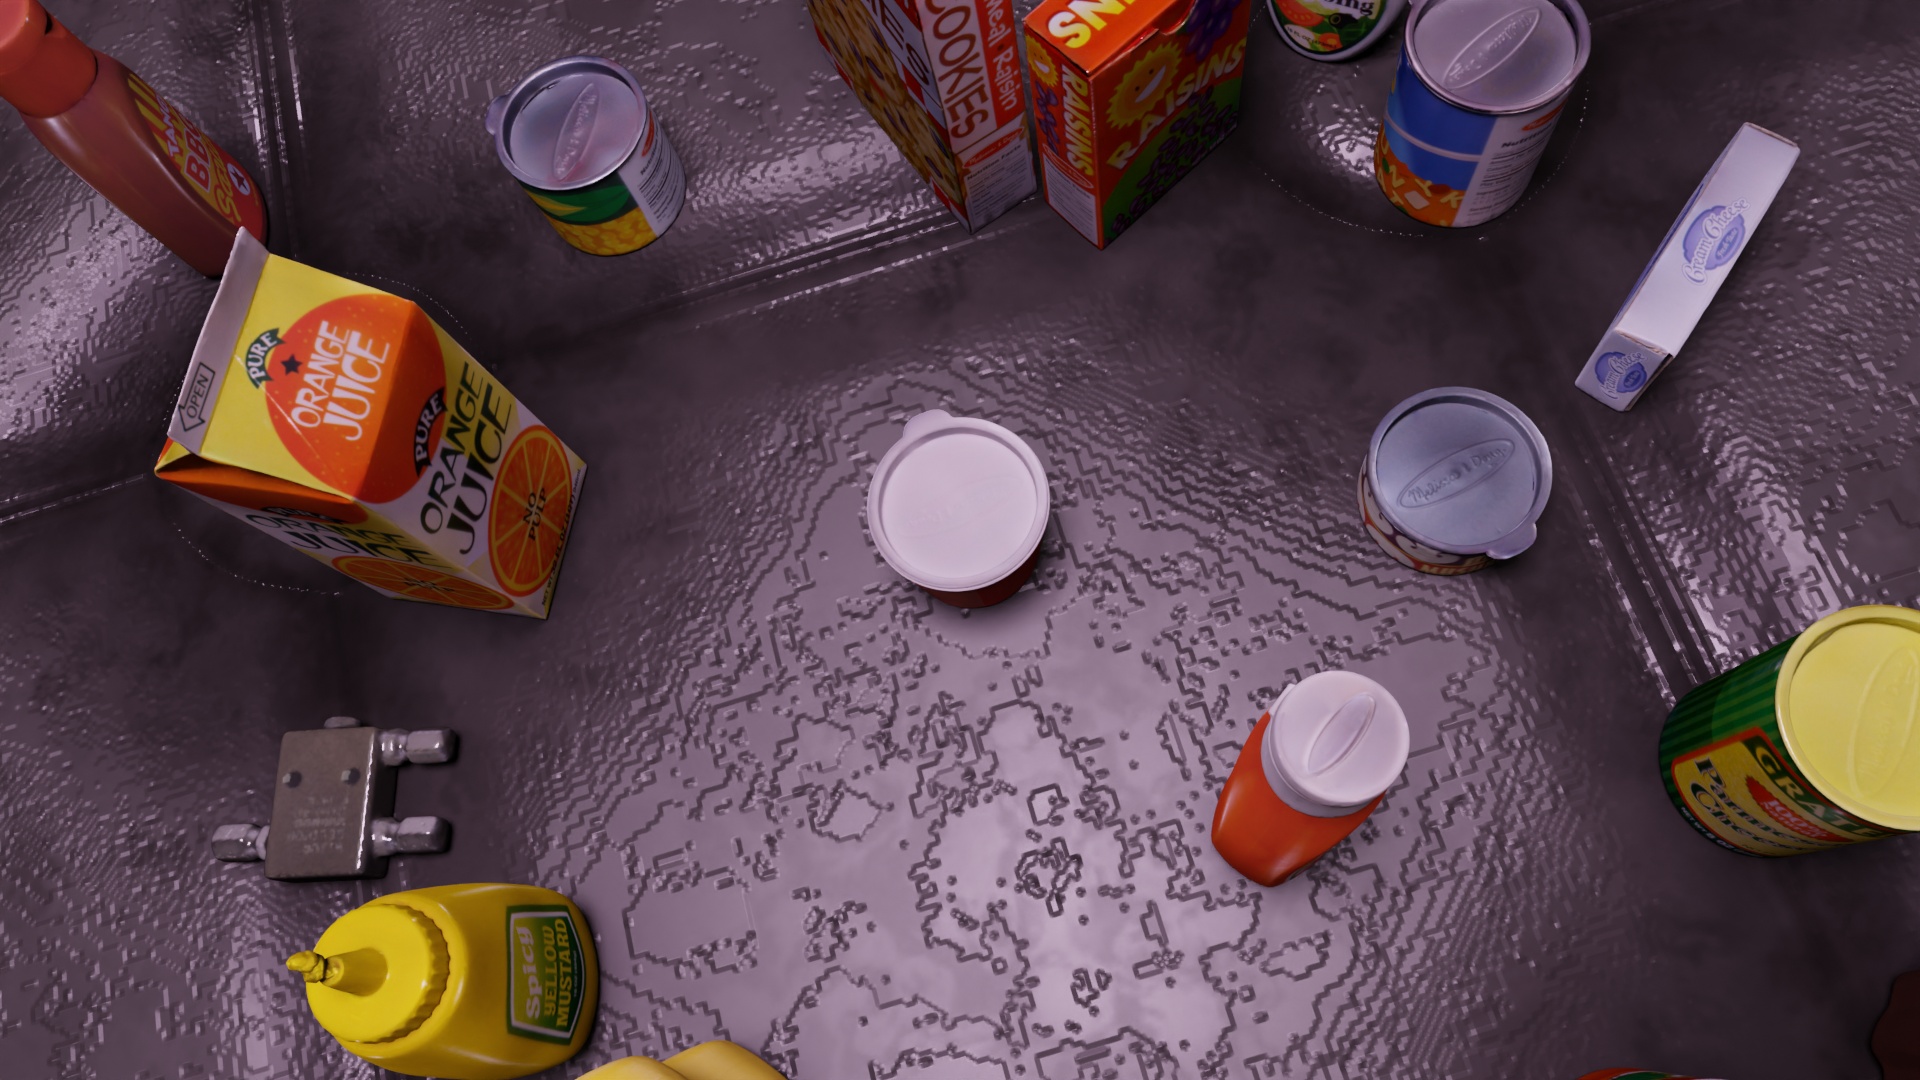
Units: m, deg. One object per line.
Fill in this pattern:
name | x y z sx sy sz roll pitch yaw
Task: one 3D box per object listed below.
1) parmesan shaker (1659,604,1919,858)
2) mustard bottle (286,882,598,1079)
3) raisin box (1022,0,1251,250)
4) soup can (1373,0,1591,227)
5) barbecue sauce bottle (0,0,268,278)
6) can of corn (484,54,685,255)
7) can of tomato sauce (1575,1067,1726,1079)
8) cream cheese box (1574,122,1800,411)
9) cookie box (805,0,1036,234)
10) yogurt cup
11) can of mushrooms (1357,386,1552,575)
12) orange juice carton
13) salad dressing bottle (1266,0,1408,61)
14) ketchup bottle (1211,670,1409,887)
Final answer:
parmesan shaker | 0.280 0.067 0.449 0.071 0.103 0.071 -2 72 7
mustard bottle | -0.166 0.142 0.450 0.049 0.160 0.065 -10 71 4
raisin box | 0.071 -0.182 0.549 0.086 0.123 0.040 -42 72 -7
soup can | 0.201 -0.175 0.551 0.071 0.083 0.071 -2 72 7
barbecue sauce bottle | -0.356 -0.172 0.586 0.044 0.148 0.065 -25 71 -1
can of corn | -0.162 -0.167 0.608 0.071 0.058 0.071 -2 71 7
can of tomato sauce | 0.220 0.196 0.423 0.071 0.083 0.071 -2 72 7
cream cheese box | 0.278 -0.103 0.533 0.024 0.053 0.104 33 78 16
cookie box | -0.024 -0.215 0.549 0.040 0.167 0.123 -34 71 -4
yogurt cup | 0.002 -0.007 0.535 0.072 0.053 0.072 -2 71 7
can of mushrooms | 0.187 -0.020 0.527 0.071 0.033 0.071 -2 71 7
orange juice carton | -0.210 -0.033 0.498 0.073 0.192 0.072 7 73 10
salad dressing bottle | 0.155 -0.253 0.549 0.064 0.147 0.044 28 78 15
ketchup bottle | 0.111 0.075 0.444 0.043 0.148 0.065 37 80 17
